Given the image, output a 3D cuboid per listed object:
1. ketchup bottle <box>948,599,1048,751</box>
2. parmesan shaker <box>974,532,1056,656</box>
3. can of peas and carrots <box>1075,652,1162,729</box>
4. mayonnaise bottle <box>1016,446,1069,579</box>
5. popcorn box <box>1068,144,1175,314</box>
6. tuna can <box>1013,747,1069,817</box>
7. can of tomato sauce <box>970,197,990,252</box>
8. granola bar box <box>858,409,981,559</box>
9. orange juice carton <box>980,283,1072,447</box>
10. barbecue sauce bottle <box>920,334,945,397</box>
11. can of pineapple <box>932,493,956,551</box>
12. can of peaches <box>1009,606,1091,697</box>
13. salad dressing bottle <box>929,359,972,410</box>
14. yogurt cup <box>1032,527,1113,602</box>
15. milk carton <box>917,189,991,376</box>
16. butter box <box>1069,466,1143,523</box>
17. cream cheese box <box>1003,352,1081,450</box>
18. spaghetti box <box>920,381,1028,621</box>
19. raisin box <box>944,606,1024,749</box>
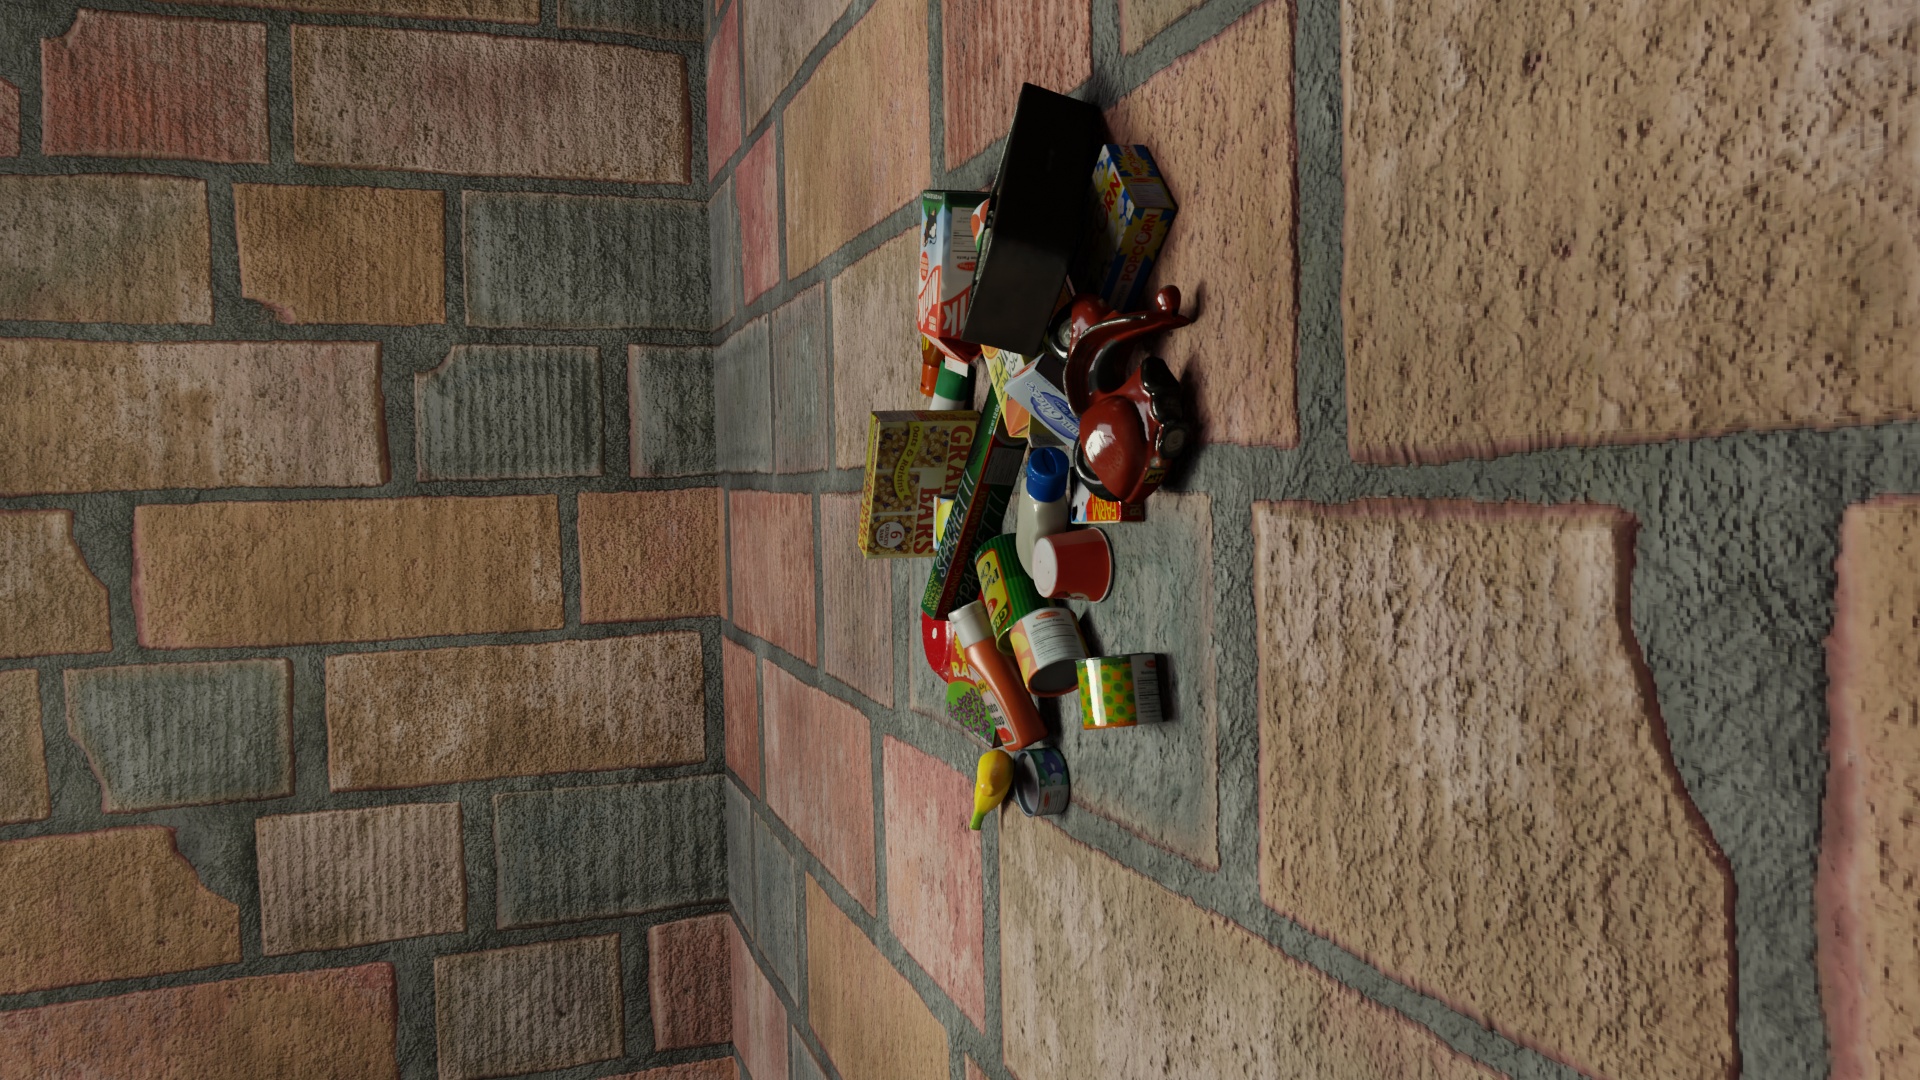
[{"bbox_3d":[0.035,0.132,1.365,0.149,0.043,0.064,65,164,2],"label":"ketchup bottle"},{"bbox_3d":[0.055,0.053,1.354,0.071,0.071,0.103,112,150,-50],"label":"parmesan shaker"},{"bbox_3d":[0.129,0.125,1.145,0.071,0.071,0.059,152,114,-69],"label":"can of peas and carrots"},{"bbox_3d":[0.077,-0.027,1.275,0.147,0.041,0.065,93,163,-55],"label":"mayonnaise bottle"},{"bbox_3d":[0.129,-0.252,1.153,0.126,0.038,0.085,110,153,-47],"label":"popcorn box"},{"bbox_3d":[0.078,0.234,1.356,0.071,0.033,0.071,179,89,-71],"label":"tuna can"},{"bbox_3d":[0.048,-0.281,1.339,0.070,0.071,0.083,117,146,-54],"label":"can of tomato sauce"},{"bbox_3d":[-0.044,-0.062,1.537,0.039,0.124,0.164,-125,37,-57],"label":"granola bar box"},{"bbox_3d":[0.074,-0.159,1.271,0.072,0.072,0.193,111,151,-49],"label":"orange juice carton"},{"bbox_3d":[-0.020,-0.237,1.577,0.065,0.044,0.147,-126,38,-57],"label":"barbecue sauce bottle"},{"bbox_3d":[0.005,-0.019,1.495,0.071,0.071,0.057,-156,66,-69],"label":"can of pineapple"},{"bbox_3d":[0.085,0.104,1.277,0.070,0.071,0.058,109,151,-46],"label":"can of peaches"},{"bbox_3d":[-0.020,-0.129,1.568,0.044,0.064,0.147,36,118,47],"label":"salad dressing bottle"},{"bbox_3d":[0.099,0.023,1.244,0.072,0.054,0.072,179,89,-70],"label":"yogurt cup"},{"bbox_3d":[0.000,-0.272,1.469,0.072,0.073,0.190,-143,53,-66],"label":"milk carton"},{"bbox_3d":[0.126,-0.041,1.205,0.103,0.024,0.053,180,88,-71],"label":"butter box"},{"bbox_3d":[0.091,-0.112,1.181,0.053,0.103,0.024,-25,30,58],"label":"cream cheese box"},{"bbox_3d":[0.020,-0.036,1.385,0.029,0.050,0.249,35,113,46],"label":"spaghetti box"},{"bbox_3d":[0.029,0.141,1.446,0.086,0.040,0.122,31,123,46],"label":"raisin box"}]
